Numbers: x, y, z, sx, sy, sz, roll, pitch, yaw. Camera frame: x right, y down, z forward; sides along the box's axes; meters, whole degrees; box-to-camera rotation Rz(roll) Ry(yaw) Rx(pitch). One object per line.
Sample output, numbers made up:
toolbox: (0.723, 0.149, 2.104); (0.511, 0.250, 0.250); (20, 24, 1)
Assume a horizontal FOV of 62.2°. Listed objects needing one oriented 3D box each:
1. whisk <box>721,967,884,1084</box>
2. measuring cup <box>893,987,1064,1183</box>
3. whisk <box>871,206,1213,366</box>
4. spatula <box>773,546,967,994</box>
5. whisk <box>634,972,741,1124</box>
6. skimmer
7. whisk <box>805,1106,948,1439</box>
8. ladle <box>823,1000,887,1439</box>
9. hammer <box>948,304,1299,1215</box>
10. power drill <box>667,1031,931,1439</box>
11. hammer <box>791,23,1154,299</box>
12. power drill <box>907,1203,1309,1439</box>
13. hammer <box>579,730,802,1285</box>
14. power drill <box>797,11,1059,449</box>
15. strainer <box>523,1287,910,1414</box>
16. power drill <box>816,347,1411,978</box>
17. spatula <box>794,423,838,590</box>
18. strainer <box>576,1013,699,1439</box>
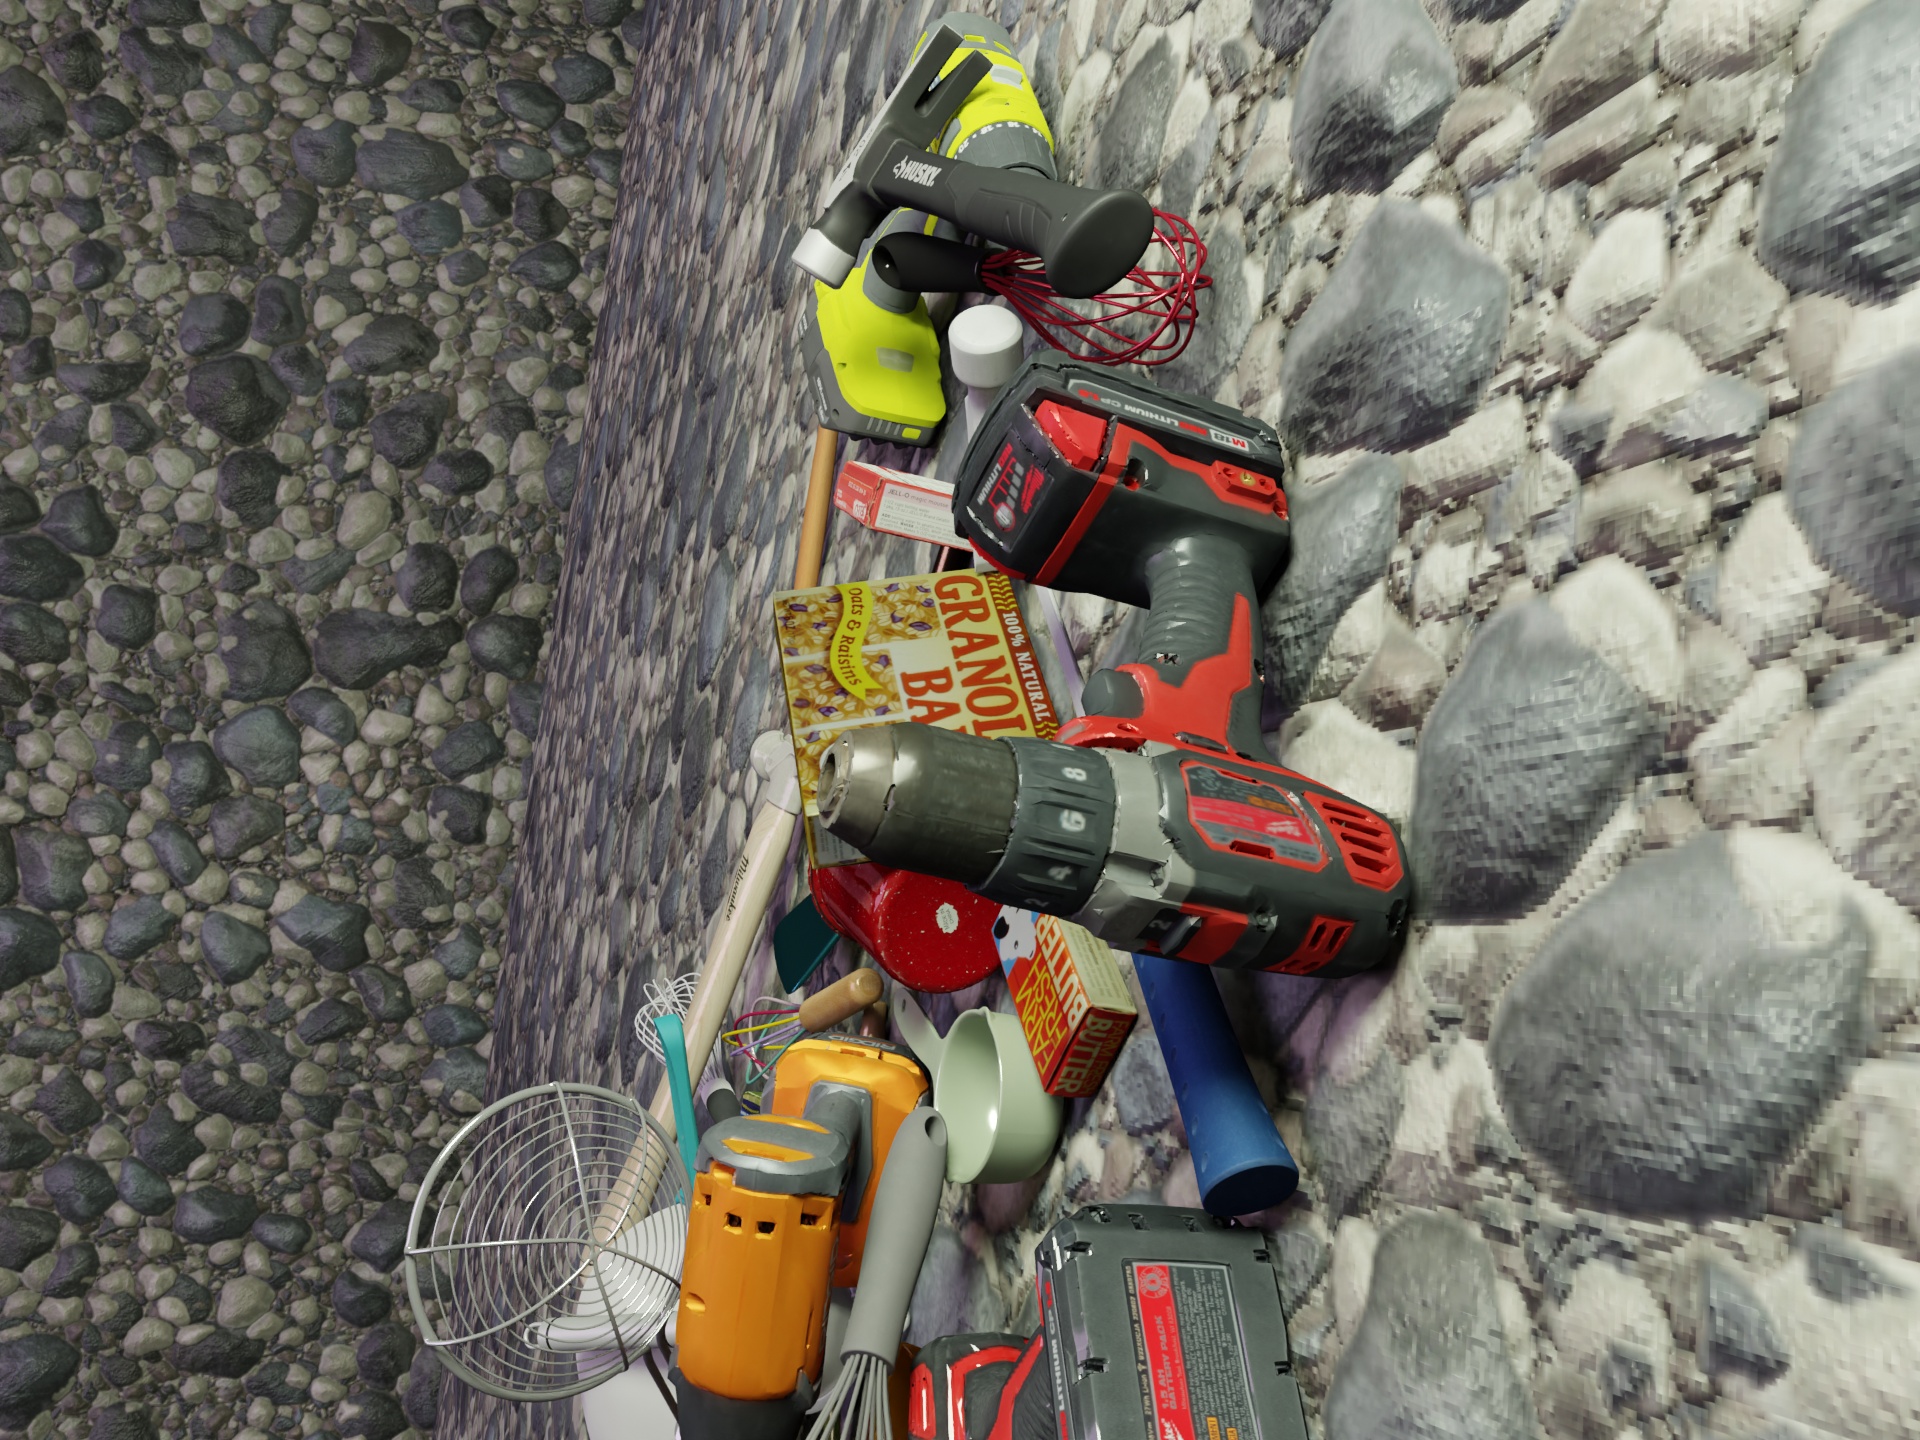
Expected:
whisk: (-0.099, 0.184, 0.972); (0.051, 0.047, 0.245); (-57, 8, -29)
measuring cup: (0.005, 0.162, 0.757); (0.168, 0.038, 0.083); (-149, 70, -70)
whisk: (0.027, -0.218, 0.775); (0.296, 0.073, 0.073); (31, 110, 56)
spatula: (-0.048, 0.013, 0.948); (0.082, 0.044, 0.317); (-122, 47, -66)
whisk: (-0.188, 0.264, 1.188); (0.285, 0.070, 0.070); (36, 115, 61)
skimmer: (-0.160, 0.302, 0.762); (0.127, 0.090, 0.362); (-51, -26, -32)
whisk: (-0.034, 0.256, 0.635); (0.239, 0.055, 0.055); (-75, 11, -47)
ladle: (-0.078, 0.314, 0.877); (0.078, 0.062, 0.320); (131, 147, -71)
hammer: (0.055, 0.007, 0.655); (0.143, 0.035, 0.406); (83, 173, -51)
power drill: (-0.074, 0.243, 0.734); (0.226, 0.084, 0.164); (-21, -61, -81)
hammer: (0.008, -0.248, 0.737); (0.146, 0.035, 0.335); (-56, 29, 9)
power drill: (0.038, 0.274, 0.574); (0.219, 0.078, 0.143); (119, 153, -47)
hammer: (-0.178, 0.212, 1.109); (0.146, 0.038, 0.410); (26, 96, 66)
power drill: (-0.015, -0.272, 0.944); (0.228, 0.080, 0.191); (-55, 38, 43)
strainer: (-0.147, 0.332, 0.863); (0.258, 0.050, 0.087); (-15, 68, 30)
power drill: (0.044, -0.023, 0.539); (0.080, 0.187, 0.227); (122, 154, -43)
spatula: (-0.092, -0.194, 1.184); (0.081, 0.041, 0.322); (-143, 60, -66)
strainer: (-0.189, 0.342, 0.956); (0.211, 0.095, 0.340); (-150, 52, -63)
